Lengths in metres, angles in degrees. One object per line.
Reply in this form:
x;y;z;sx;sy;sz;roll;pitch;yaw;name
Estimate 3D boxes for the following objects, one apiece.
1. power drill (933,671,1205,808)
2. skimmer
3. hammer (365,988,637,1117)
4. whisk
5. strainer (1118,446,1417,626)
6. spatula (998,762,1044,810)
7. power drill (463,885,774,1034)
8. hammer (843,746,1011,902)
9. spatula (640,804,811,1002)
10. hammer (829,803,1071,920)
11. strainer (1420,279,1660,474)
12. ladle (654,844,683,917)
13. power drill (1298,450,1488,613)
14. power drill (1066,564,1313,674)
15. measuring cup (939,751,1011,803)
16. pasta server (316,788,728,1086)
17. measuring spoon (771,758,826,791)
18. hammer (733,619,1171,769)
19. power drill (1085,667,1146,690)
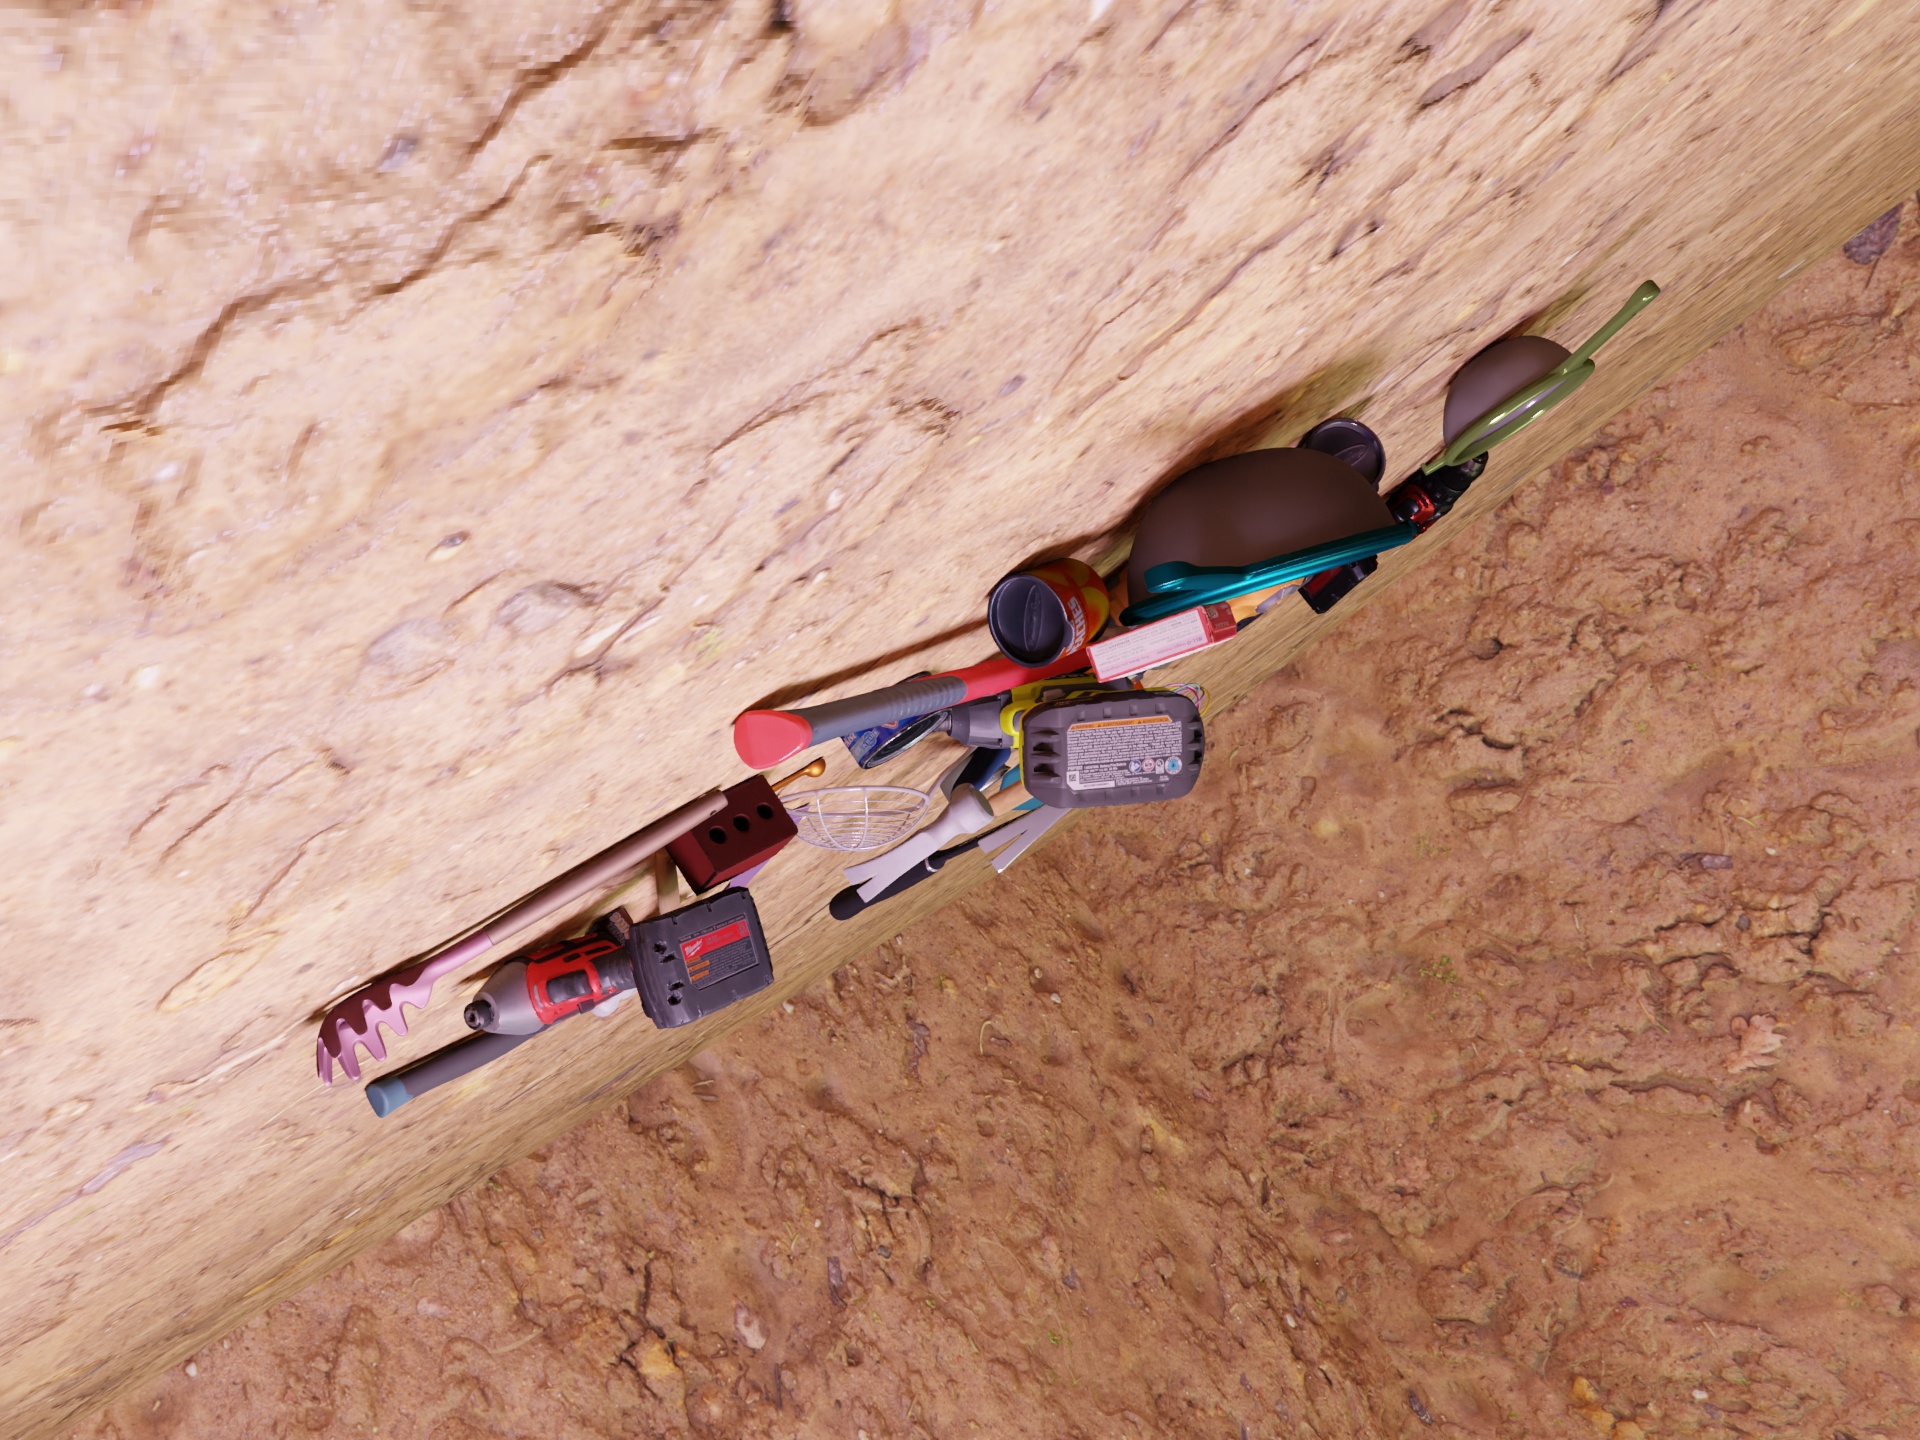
0.079;0.006;1.230;0.171;0.080;0.223;-5;-170;-15;power drill
-0.002;-0.004;1.375;0.363;0.090;0.127;-41;-174;-29;skimmer
-0.410;0.290;1.476;0.128;0.033;0.331;-39;170;33;hammer
0.136;0.028;1.542;0.245;0.047;0.051;-29;164;-8;whisk
0.175;-0.132;1.062;0.211;0.095;0.340;-16;179;25;strainer
0.074;0.053;1.661;0.082;0.044;0.317;-2;170;2;spatula
-0.261;0.190;1.189;0.220;0.078;0.143;-16;180;35;power drill
-0.006;0.074;1.522;0.144;0.035;0.405;-34;-177;14;hammer
-0.229;0.178;1.481;0.060;0.018;0.315;-22;157;-52;spatula
-0.017;0.129;1.464;0.149;0.036;0.409;-36;-177;-37;hammer
0.501;-0.318;1.383;0.151;0.069;0.256;-27;169;-26;strainer
-0.248;0.150;1.317;0.078;0.062;0.320;-39;167;-22;ladle
0.499;-0.231;1.844;0.227;0.080;0.188;-33;172;-27;power drill
0.189;-0.107;1.372;0.185;0.084;0.226;-37;167;32;power drill
0.012;0.066;1.802;0.083;0.038;0.167;-33;173;-4;measuring cup
-0.288;0.136;1.065;0.316;0.040;0.060;-32;160;-21;pasta server
-0.153;0.063;1.242;0.117;0.011;0.021;-31;171;-19;measuring spoon
-0.014;-0.023;1.126;0.143;0.038;0.386;-1;-170;43;hammer
0.140;-0.034;1.583;0.164;0.084;0.226;-33;167;-3;power drill
